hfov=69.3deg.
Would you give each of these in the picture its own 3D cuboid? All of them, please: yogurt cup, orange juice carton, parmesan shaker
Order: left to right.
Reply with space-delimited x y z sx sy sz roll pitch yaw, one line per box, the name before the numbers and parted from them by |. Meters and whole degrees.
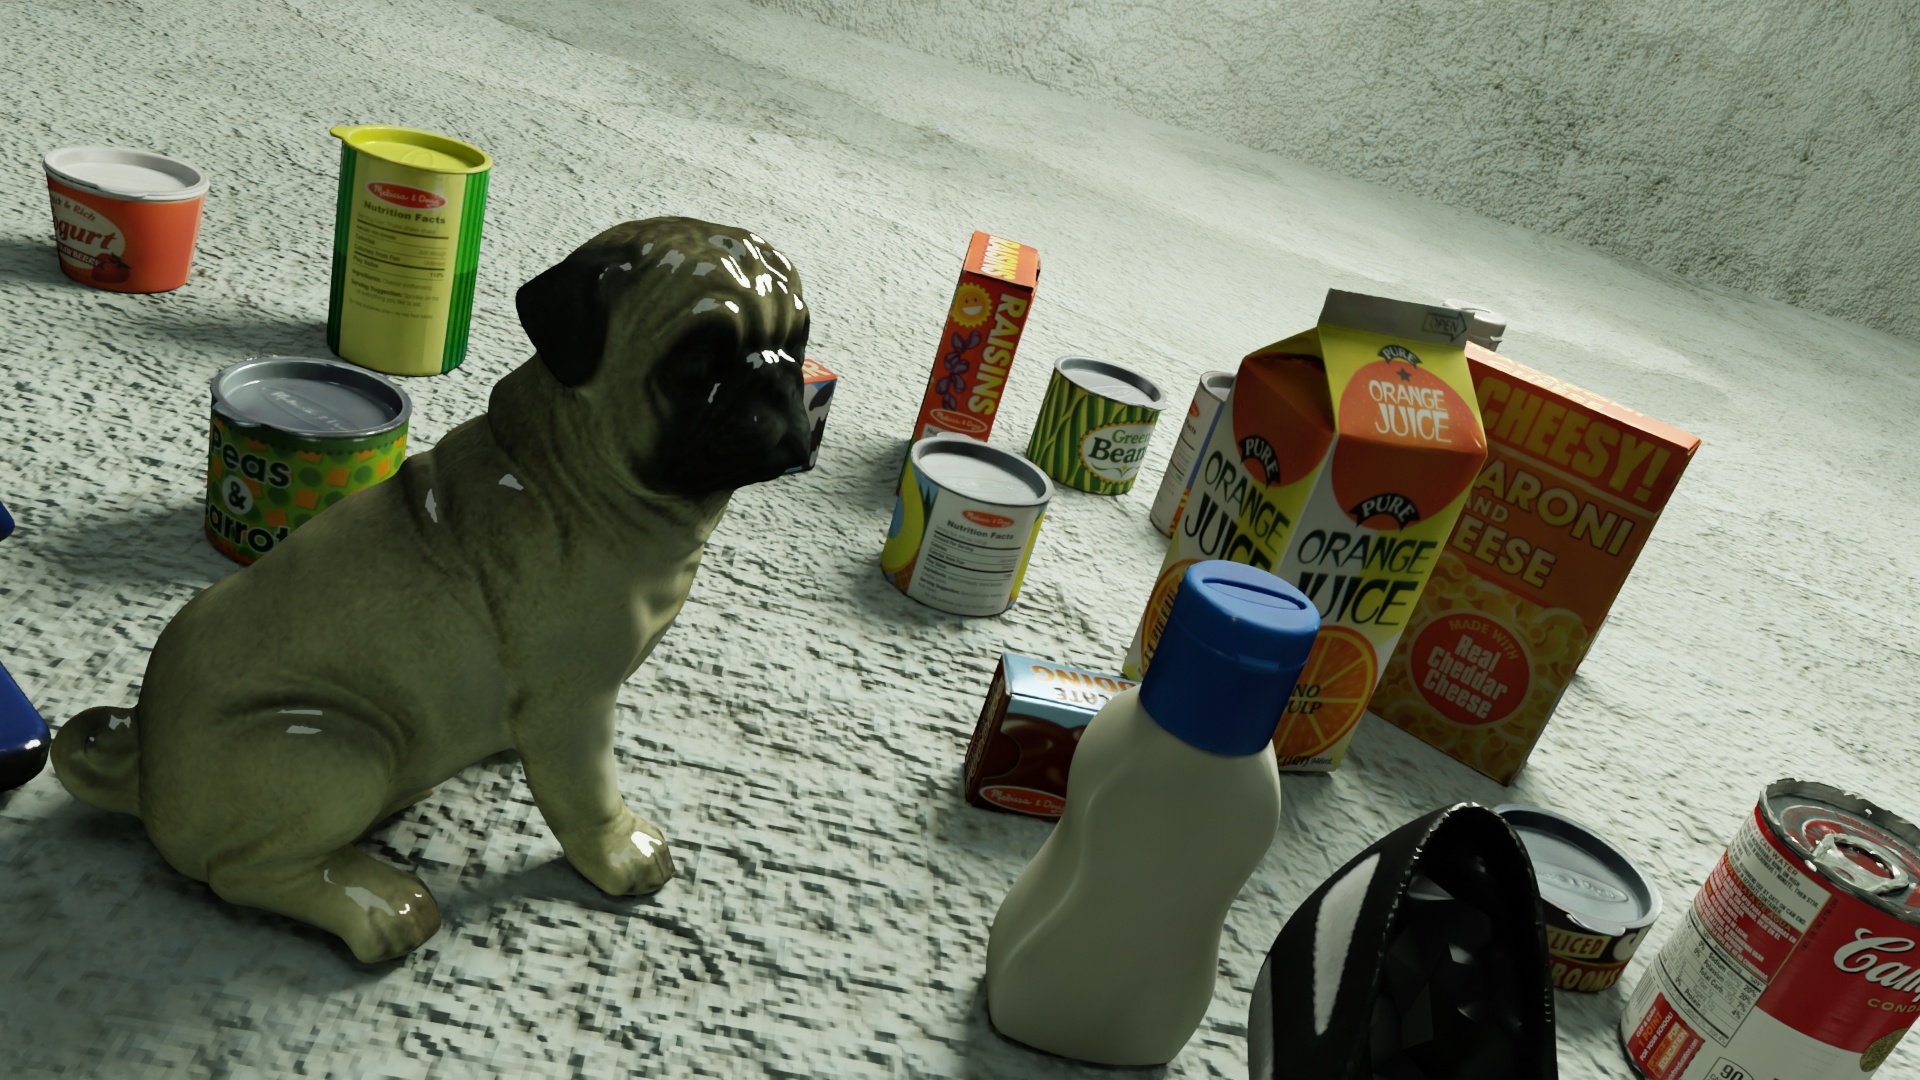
yogurt cup | -0.402 -0.154 0.670 0.072 0.053 0.073 14 25 -7
parmesan shaker | -0.269 -0.140 0.668 0.071 0.102 0.071 14 25 -7
orange juice carton | 0.137 -0.005 0.548 0.072 0.191 0.073 6 27 -24

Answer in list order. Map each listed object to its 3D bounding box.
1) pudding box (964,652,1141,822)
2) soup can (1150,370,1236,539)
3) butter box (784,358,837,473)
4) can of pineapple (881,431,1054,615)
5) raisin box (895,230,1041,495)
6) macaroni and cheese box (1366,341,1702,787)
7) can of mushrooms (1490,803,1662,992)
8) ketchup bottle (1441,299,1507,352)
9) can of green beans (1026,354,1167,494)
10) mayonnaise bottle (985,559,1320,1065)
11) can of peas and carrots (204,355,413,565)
pudding box | 0.047 0.075 0.495 0.084 0.049 0.030 13 25 -10
soup can | 0.150 -0.039 0.753 0.071 0.083 0.071 14 25 -7
butter box | -0.107 -0.055 0.658 0.024 0.053 0.104 34 30 31
can of pineapple | 0.002 -0.008 0.625 0.071 0.057 0.071 14 25 -7
raisin box | 0.005 -0.087 0.712 0.040 0.122 0.086 16 25 -2
macaroni and cheese box | 0.224 0.005 0.613 0.124 0.165 0.040 30 27 25
can of mushrooms | 0.216 0.131 0.507 0.071 0.033 0.071 14 25 -7
ketchup bottle | 0.267 -0.063 0.800 0.065 0.148 0.043 -5 33 -40
can of green beans | 0.077 -0.066 0.791 0.071 0.057 0.071 14 25 -7
mayonnaise bottle | 0.054 0.077 0.379 0.065 0.147 0.041 13 25 -9
can of peas and carrots | -0.241 -0.027 0.508 0.071 0.058 0.071 14 25 -7
